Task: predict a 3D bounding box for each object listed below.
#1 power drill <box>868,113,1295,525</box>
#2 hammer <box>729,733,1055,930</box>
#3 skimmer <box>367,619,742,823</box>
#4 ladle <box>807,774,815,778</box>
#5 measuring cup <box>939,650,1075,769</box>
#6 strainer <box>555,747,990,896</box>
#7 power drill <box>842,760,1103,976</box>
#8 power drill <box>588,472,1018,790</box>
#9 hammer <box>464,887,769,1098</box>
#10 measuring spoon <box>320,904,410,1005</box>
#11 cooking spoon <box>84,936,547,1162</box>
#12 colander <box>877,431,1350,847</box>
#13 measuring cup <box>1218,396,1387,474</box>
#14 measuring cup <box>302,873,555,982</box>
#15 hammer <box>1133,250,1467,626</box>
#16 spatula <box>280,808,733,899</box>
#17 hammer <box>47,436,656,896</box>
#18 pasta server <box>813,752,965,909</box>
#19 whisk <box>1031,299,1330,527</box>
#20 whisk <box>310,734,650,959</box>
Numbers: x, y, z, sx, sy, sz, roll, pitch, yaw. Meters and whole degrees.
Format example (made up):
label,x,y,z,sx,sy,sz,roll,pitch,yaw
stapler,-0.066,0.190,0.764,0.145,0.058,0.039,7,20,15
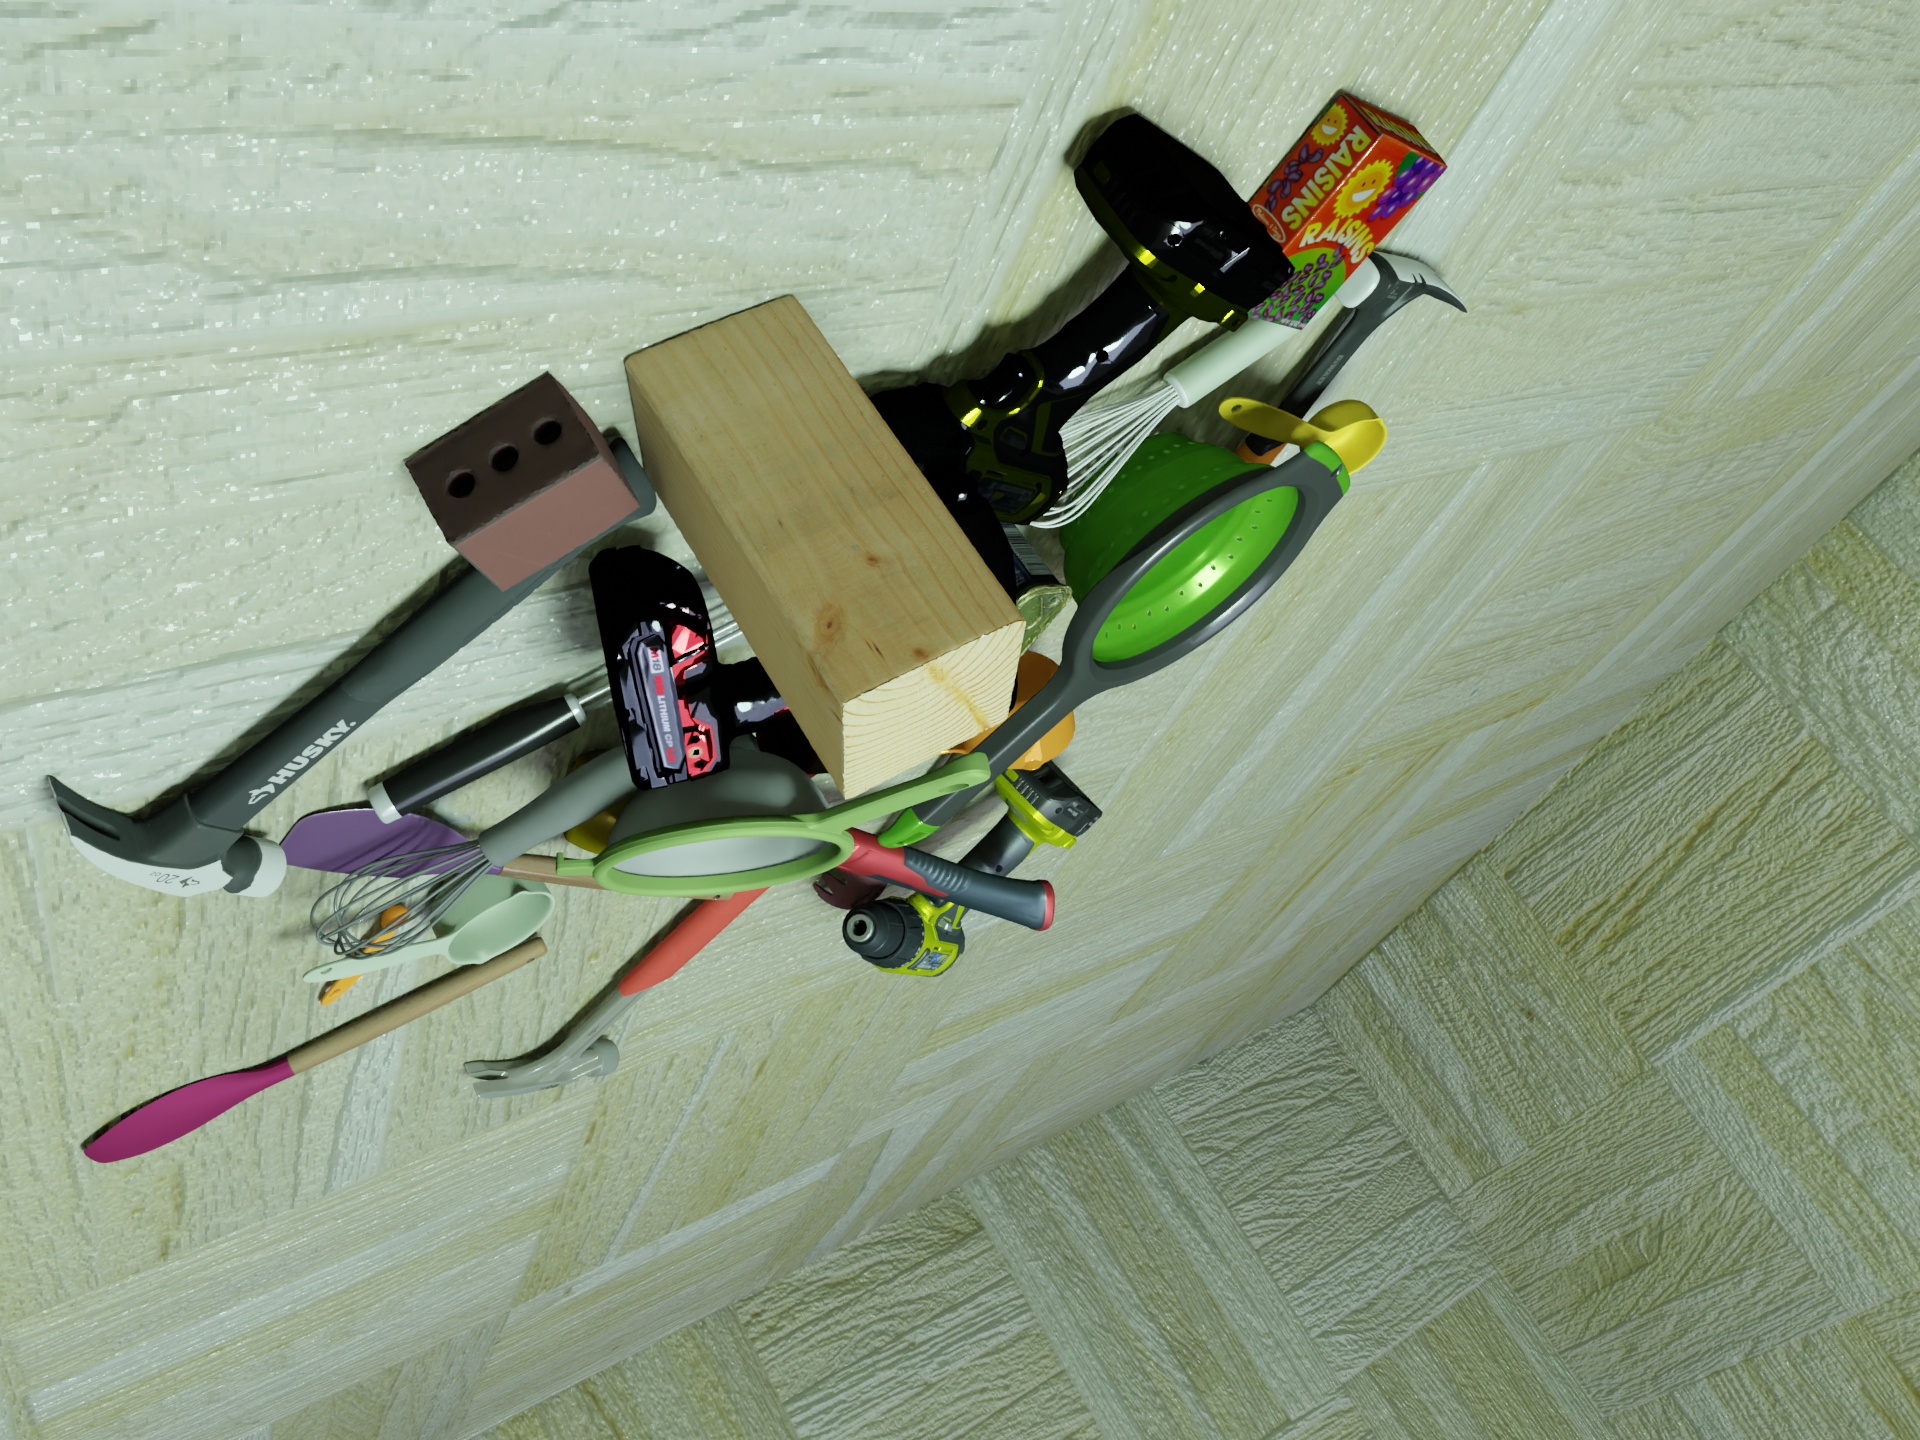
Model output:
label,x,y,z,sx,sy,sz,roll,pitch,yaw
power drill,0.049,-0.195,0.829,0.223,0.080,0.171,-42,156,27
hammer,-0.071,0.112,1.187,0.143,0.038,0.386,-44,138,21
skimmer,-0.152,-0.016,0.895,0.363,0.090,0.127,-28,142,-11
ladle,-0.087,0.014,1.131,0.315,0.031,0.069,-43,155,17
measuring cup,-0.002,-0.004,1.155,0.173,0.095,0.052,-12,130,-9
strainer,-0.096,0.038,0.899,0.256,0.069,0.151,-20,160,29
power drill,0.004,0.126,1.349,0.228,0.080,0.190,-46,159,4
power drill,-0.075,-0.049,0.834,0.219,0.079,0.143,-11,126,-14
hammer,-0.236,0.186,1.263,0.359,0.037,0.149,-43,156,22
measuring spoon,-0.388,0.152,1.028,0.117,0.011,0.021,-44,168,31
cooking spoon,-0.436,0.226,1.097,0.319,0.017,0.068,-26,157,-17
colander,0.073,-0.068,1.064,0.397,0.095,0.204,-42,159,14
measuring cup,0.218,-0.197,1.041,0.156,0.029,0.062,8,137,-39
measuring cup,-0.337,0.127,0.999,0.167,0.038,0.083,-12,149,-45
hammer,0.208,-0.183,1.115,0.127,0.034,0.336,-7,146,-45
spatula,-0.265,0.090,0.991,0.315,0.018,0.059,15,128,-47
hammer,-0.284,-0.025,0.777,0.335,0.035,0.146,-37,158,8
pasta server,-0.026,0.056,1.299,0.060,0.040,0.316,-6,141,-48
whisk,0.125,-0.197,0.972,0.246,0.057,0.059,-35,-166,-5
whisk,-0.265,0.069,0.896,0.239,0.055,0.055,-30,158,9
